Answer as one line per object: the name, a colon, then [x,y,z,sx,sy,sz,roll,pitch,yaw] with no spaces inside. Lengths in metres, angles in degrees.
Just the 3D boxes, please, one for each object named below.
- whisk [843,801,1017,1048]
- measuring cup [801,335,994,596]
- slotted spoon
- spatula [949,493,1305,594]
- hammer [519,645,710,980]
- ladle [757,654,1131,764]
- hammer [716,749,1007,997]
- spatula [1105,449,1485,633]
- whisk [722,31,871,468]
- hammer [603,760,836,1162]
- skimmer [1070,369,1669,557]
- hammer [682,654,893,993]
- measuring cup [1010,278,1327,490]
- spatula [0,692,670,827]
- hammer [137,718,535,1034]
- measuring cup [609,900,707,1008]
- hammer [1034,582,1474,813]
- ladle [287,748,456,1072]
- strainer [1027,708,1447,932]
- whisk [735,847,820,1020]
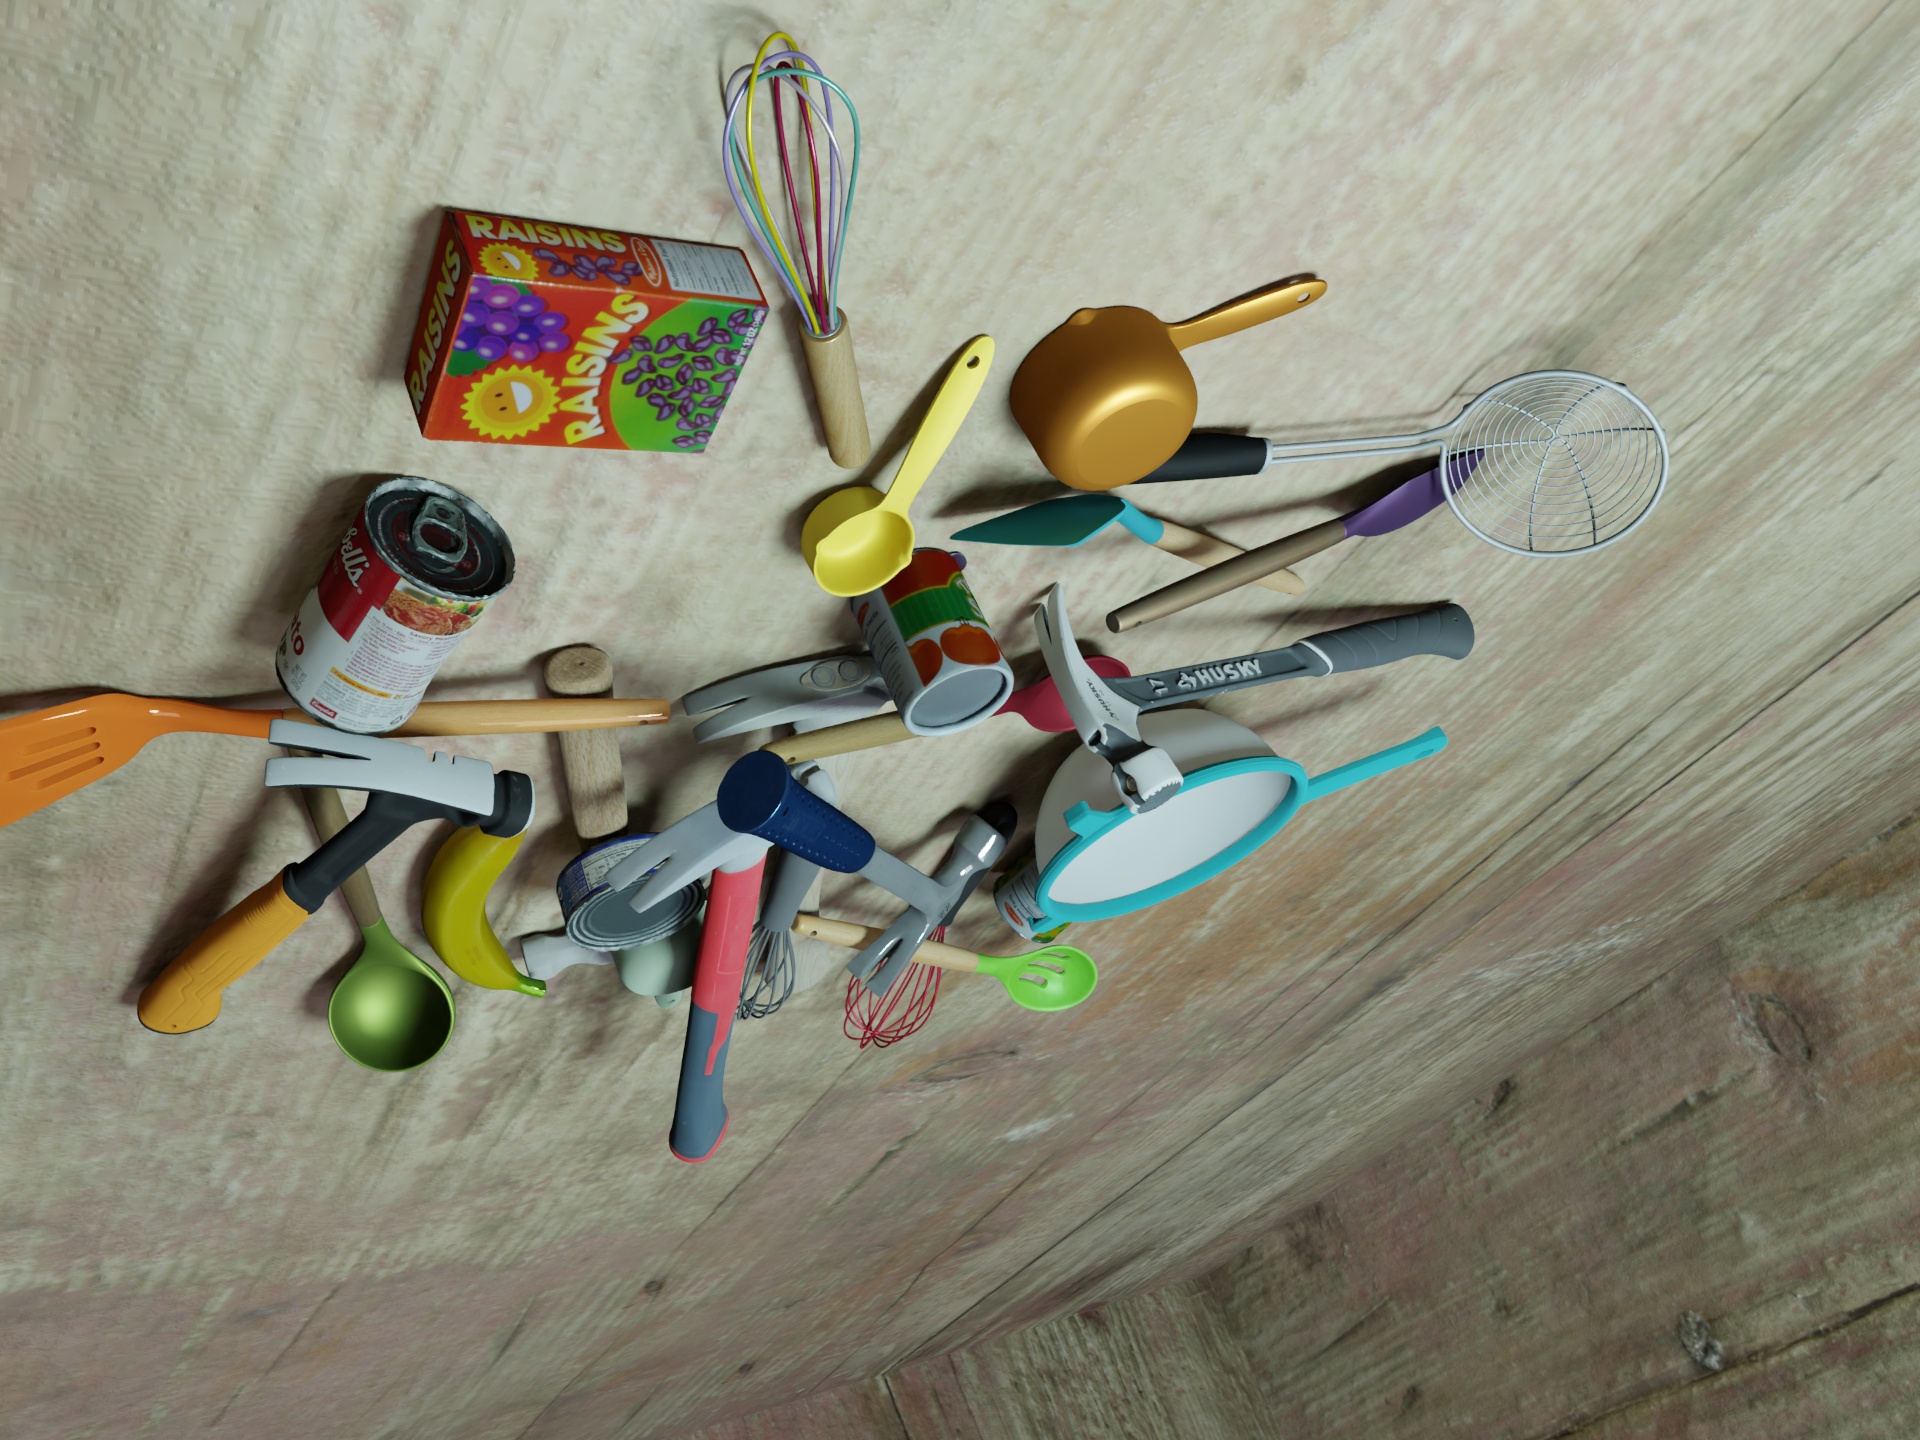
whisk: [-0.024,0.165,1.250,0.073,0.073,0.295,-2,138,-35]
measuring cup: [-0.030,-0.131,0.794,0.062,0.029,0.156,6,127,-43]
slotted spoon: [-0.008,0.179,1.214,0.313,0.031,0.070,20,116,-43]
spatula: [0.124,-0.096,0.938,0.082,0.044,0.317,8,179,40]
hammer: [-0.213,0.062,0.955,0.130,0.031,0.331,-15,149,-17]
ladle: [-0.001,-0.003,0.940,0.315,0.031,0.069,-12,144,-49]
hammer: [-0.062,0.088,0.962,0.144,0.035,0.405,-52,161,-3]
spatula: [0.208,-0.106,0.957,0.316,0.018,0.059,-23,155,-31]
whisk: [-0.058,-0.183,0.663,0.051,0.047,0.244,-12,155,-1]
hammer: [-0.169,0.185,1.014,0.143,0.038,0.386,-31,151,-37]
skimmer: [0.234,-0.137,0.900,0.363,0.090,0.127,-8,138,-24]
hammer: [-0.115,0.090,1.073,0.146,0.038,0.410,-13,149,-18]
measuring cup: [0.114,-0.172,0.796,0.173,0.052,0.095,-22,151,-2]
spatula: [-0.300,0.009,0.767,0.322,0.041,0.081,-2,148,-22]
hammer: [-0.364,0.096,0.835,0.127,0.034,0.337,18,141,-40]
measuring cup: [-0.196,0.176,1.086,0.083,0.038,0.167,-16,151,-18]
hammer: [0.215,-0.042,1.047,0.409,0.149,0.036,-12,150,-41]
ladle: [-0.346,0.110,0.909,0.078,0.062,0.320,2,143,-6]
strainer: [0.193,0.035,1.161,0.340,0.095,0.210,-18,153,-16]
whisk: [-0.119,0.131,1.058,0.055,0.055,0.238,-8,144,-28]
